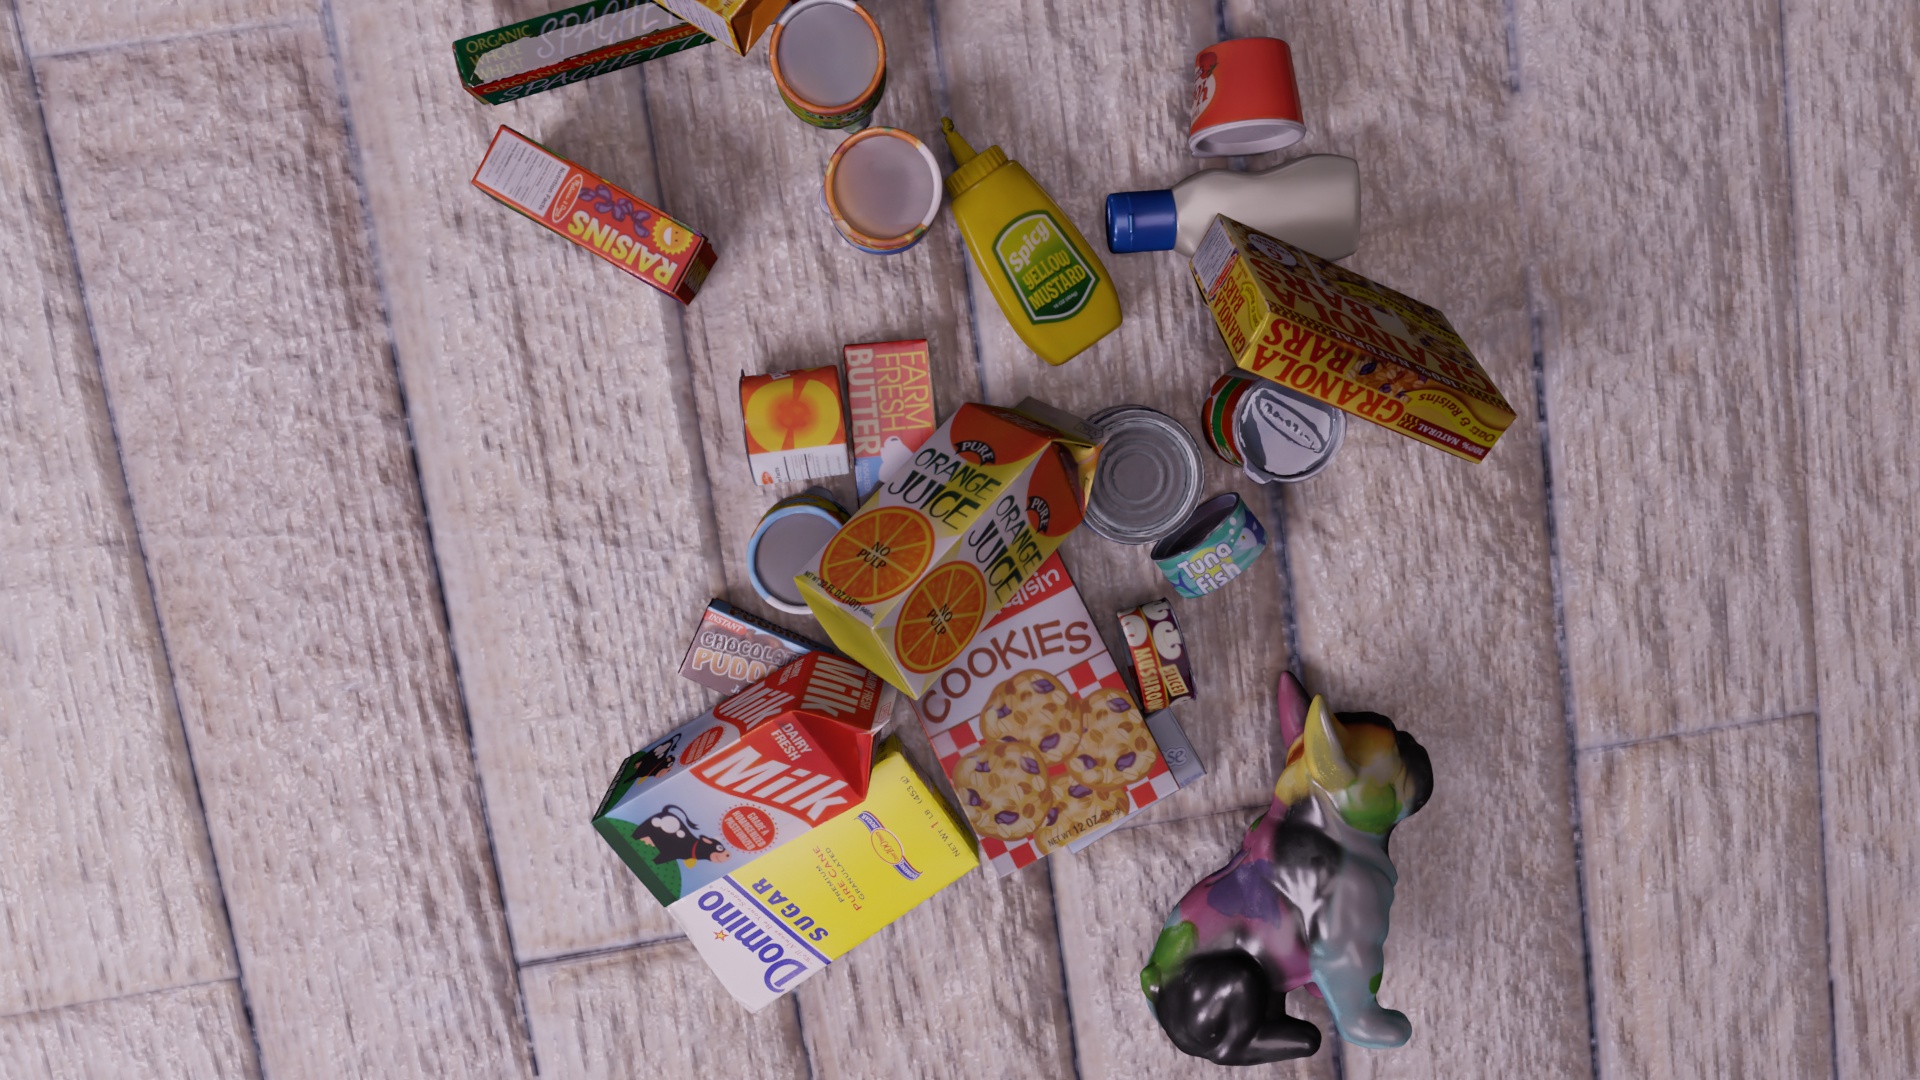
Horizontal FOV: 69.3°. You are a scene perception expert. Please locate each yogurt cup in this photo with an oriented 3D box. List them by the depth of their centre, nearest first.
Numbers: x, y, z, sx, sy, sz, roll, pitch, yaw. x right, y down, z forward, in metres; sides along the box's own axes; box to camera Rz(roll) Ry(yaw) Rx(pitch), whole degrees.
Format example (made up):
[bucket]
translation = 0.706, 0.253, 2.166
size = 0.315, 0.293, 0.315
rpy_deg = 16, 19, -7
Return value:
[yogurt cup]
translation = 0.167, -0.260, 0.815
size = 0.072, 0.072, 0.054
rpy_deg = -3, 91, -3

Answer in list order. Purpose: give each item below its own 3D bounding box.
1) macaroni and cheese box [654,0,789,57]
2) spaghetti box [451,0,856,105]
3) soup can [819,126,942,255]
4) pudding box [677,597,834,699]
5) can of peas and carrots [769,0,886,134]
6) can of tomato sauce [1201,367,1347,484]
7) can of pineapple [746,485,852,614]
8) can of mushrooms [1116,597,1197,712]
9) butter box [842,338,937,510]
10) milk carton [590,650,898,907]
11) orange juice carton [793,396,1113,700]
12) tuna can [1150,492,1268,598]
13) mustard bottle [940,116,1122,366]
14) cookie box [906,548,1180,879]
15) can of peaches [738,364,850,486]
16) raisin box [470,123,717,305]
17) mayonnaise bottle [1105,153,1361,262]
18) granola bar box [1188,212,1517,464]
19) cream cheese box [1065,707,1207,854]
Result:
[macaroni and cheese box]
translation = -0.151, -0.360, 0.757
size = 0.166, 0.040, 0.124
rpy_deg = 34, 81, 8
[spaghetti box]
translation = -0.162, -0.299, 0.794
size = 0.250, 0.050, 0.028
rpy_deg = -16, 97, -1
[soup can]
translation = -0.047, -0.199, 0.798
size = 0.071, 0.084, 0.071
rpy_deg = 0, 98, -3
[pudding box]
translation = -0.125, 0.075, 0.858
size = 0.084, 0.030, 0.049
rpy_deg = 25, 96, -7
[can of peas and carrots]
translation = -0.074, -0.272, 0.799
size = 0.071, 0.059, 0.071
rpy_deg = 0, 98, -3
[can of tomato sauce]
translation = 0.185, -0.070, 0.832
size = 0.071, 0.083, 0.071
rpy_deg = -1, 98, -3
[can of pineapple]
translation = -0.094, 0.006, 0.836
size = 0.071, 0.058, 0.071
rpy_deg = -1, 98, -3
[can of mushrooms]
translation = 0.120, 0.072, 0.854
size = 0.033, 0.071, 0.071
rpy_deg = -15, 99, 0
[butter box]
translation = -0.041, -0.070, 0.846
size = 0.053, 0.024, 0.103
rpy_deg = -6, 99, -4
[milk carton]
translation = -0.114, 0.131, 0.818
size = 0.190, 0.072, 0.073
rpy_deg = -30, 108, 15
[orange juice carton]
translation = 0.003, -0.010, 0.805
size = 0.193, 0.072, 0.072
rpy_deg = -47, 139, -18
[tuna can]
translation = 0.152, 0.004, 0.846
size = 0.071, 0.071, 0.033
rpy_deg = -38, 100, 2
[mustard bottle]
translation = 0.032, -0.181, 0.823
size = 0.065, 0.049, 0.160
rpy_deg = -36, 99, 0
[cookie box]
translation = 0.041, 0.103, 0.852
size = 0.123, 0.040, 0.167
rpy_deg = -27, 87, 1
[can of peaches]
translation = -0.098, -0.071, 0.822
size = 0.058, 0.071, 0.071
rpy_deg = -7, 99, -3
[raisin box]
translation = -0.204, -0.182, 0.789
size = 0.123, 0.086, 0.040
rpy_deg = 29, 91, -7
[mayonnaise bottle]
translation = 0.163, -0.196, 0.835
size = 0.148, 0.041, 0.064
rpy_deg = -4, 104, -2
[granola bar box]
translation = 0.219, -0.115, 0.791
size = 0.165, 0.125, 0.039
rpy_deg = 18, 123, -18
[cream cheese box]
translation = 0.100, 0.151, 0.886
size = 0.104, 0.024, 0.053
rpy_deg = -32, 97, 1
